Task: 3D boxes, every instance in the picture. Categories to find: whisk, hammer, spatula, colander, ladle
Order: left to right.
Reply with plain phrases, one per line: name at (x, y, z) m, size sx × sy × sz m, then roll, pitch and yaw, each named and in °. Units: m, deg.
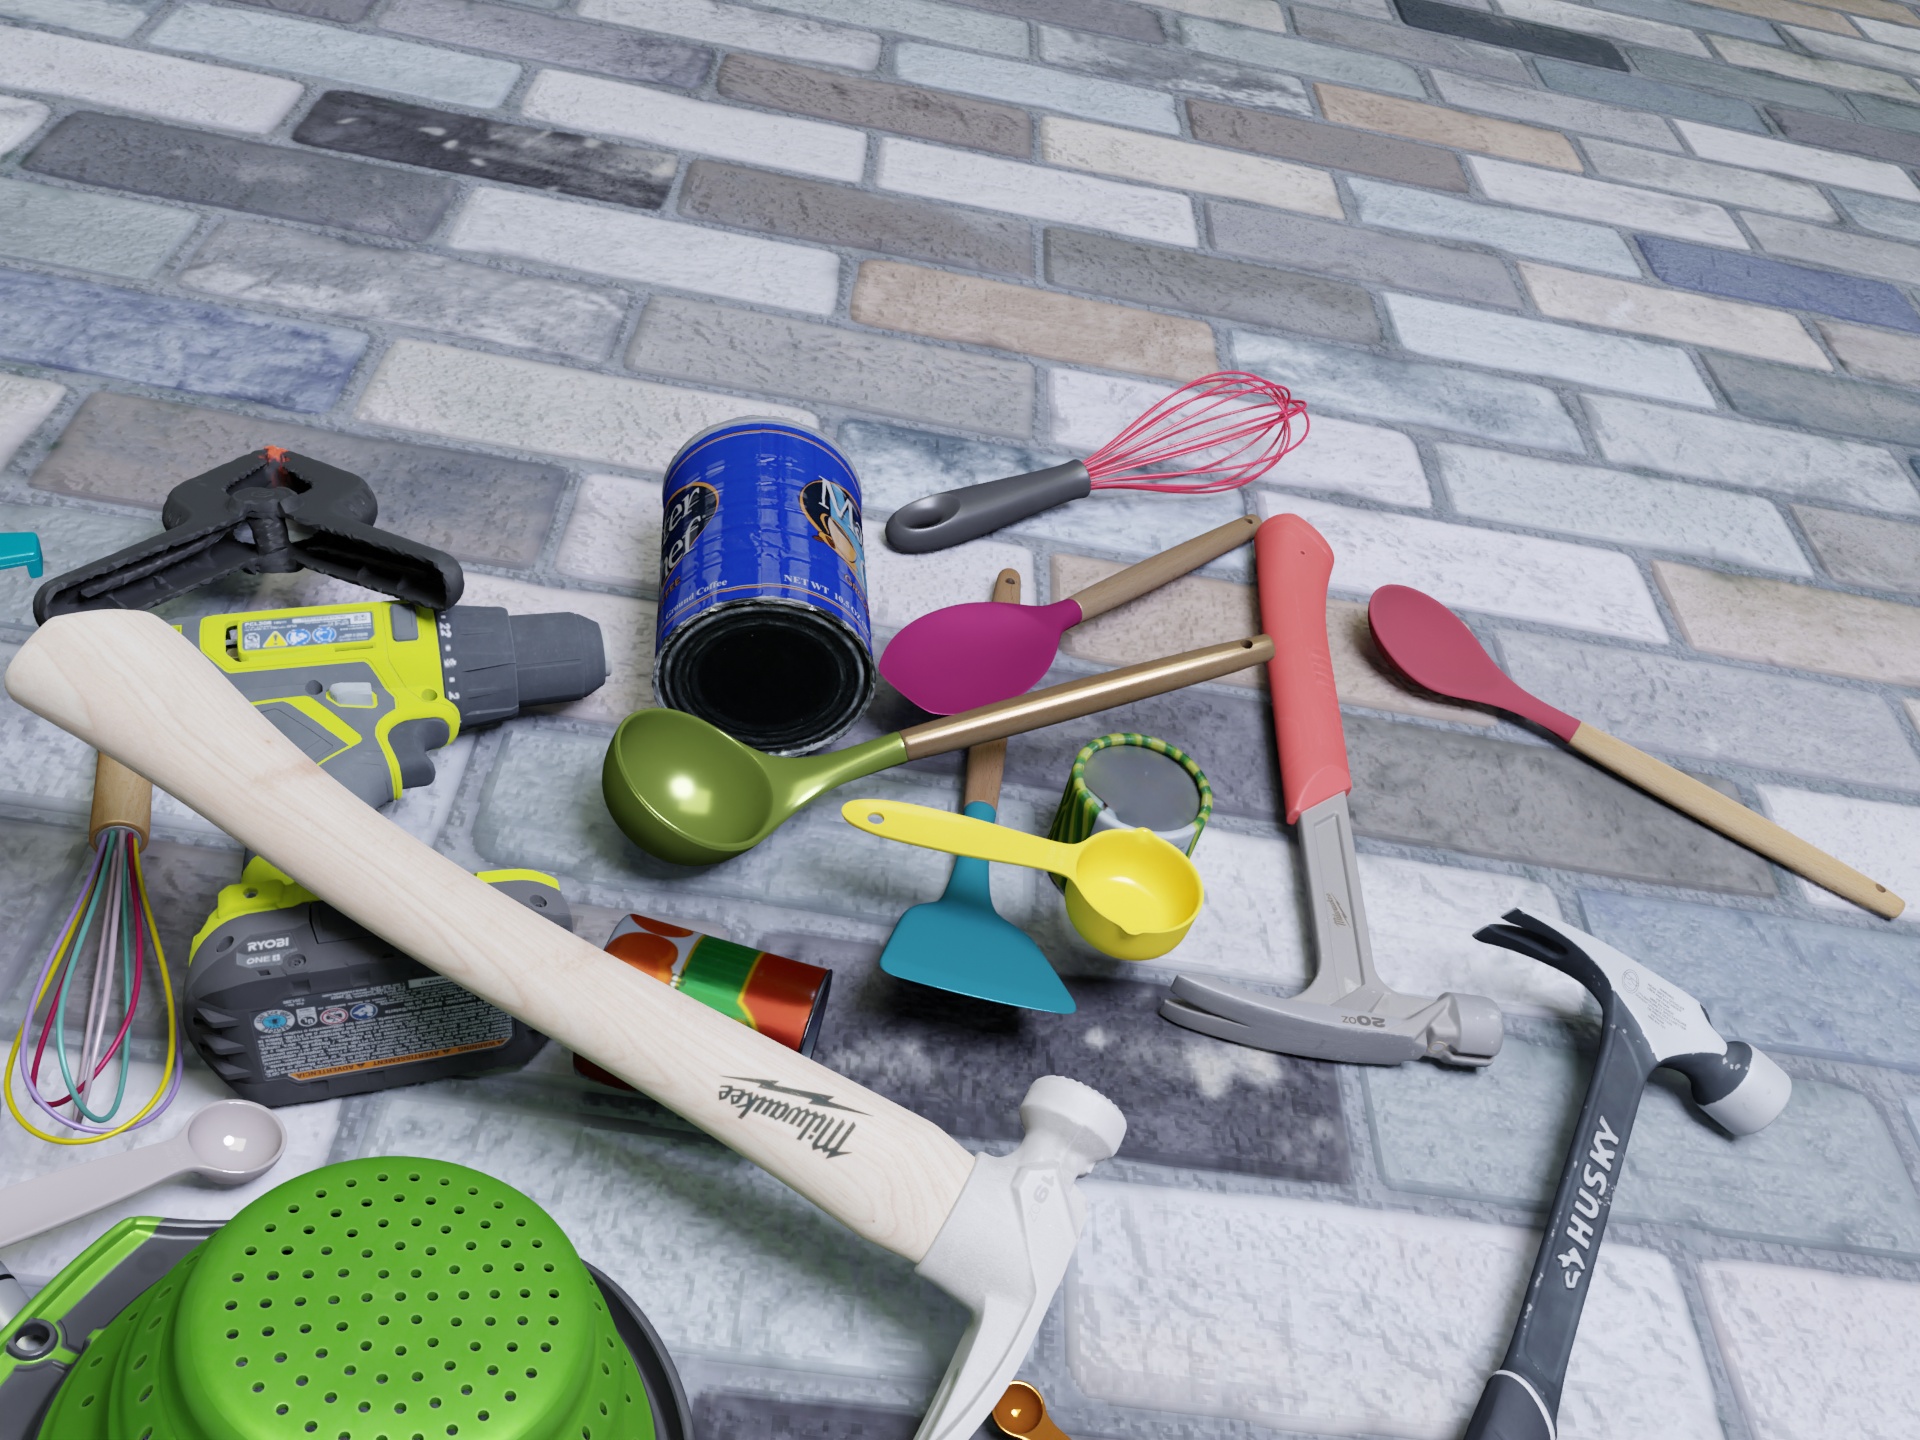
whisk at (-0.334, 0.062, 0.620) m, size 0.047 × 0.051 × 0.245 m, roll -25°, pitch 46°, yaw -1°
hammer at (-0.148, 0.093, 0.540) m, size 0.410 × 0.038 × 0.146 m, roll 31°, pitch 59°, yaw 1°
colander at (-0.093, 0.227, 0.456) m, size 0.397 × 0.094 × 0.205 m, roll 22°, pitch 29°, yaw 2°
ladle at (-0.001, -0.002, 0.718) m, size 0.320 × 0.062 × 0.078 m, roll -15°, pitch 54°, yaw -13°
spatula at (0.016, 0.019, 0.760) m, size 0.082 × 0.044 × 0.318 m, roll 14°, pitch 42°, yaw -6°
whisk at (0.087, -0.149, 0.945) m, size 0.296 × 0.073 × 0.073 m, roll -20°, pitch 53°, yaw -23°
hammer at (0.170, 0.014, 0.813) m, size 0.149 × 0.036 × 0.359 m, roll 10°, pitch 44°, yaw -5°
hammer at (0.208, 0.233, 0.583) m, size 0.149 × 0.036 × 0.409 m, roll 39°, pitch 49°, yaw 1°
ladle at (0.359, 0.018, 0.867) m, size 0.315 × 0.031 × 0.069 m, roll 32°, pitch 48°, yaw 15°

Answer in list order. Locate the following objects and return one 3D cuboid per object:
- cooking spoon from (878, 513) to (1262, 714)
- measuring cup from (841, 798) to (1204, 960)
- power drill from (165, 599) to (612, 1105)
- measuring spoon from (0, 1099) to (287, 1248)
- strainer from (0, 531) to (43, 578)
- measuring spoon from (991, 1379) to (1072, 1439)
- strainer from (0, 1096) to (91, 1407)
cooking spoon at (0.075, -0.065, 0.858) m, size 0.069 × 0.017 × 0.319 m, roll 39°, pitch 43°, yaw 23°
measuring cup at (0.024, 0.064, 0.675) m, size 0.156 × 0.029 × 0.062 m, roll 14°, pitch 42°, yaw 2°
power drill at (-0.228, 0.032, 0.658) m, size 0.190 × 0.080 × 0.229 m, roll -6°, pitch 45°, yaw -20°
measuring spoon at (-0.287, 0.159, 0.531) m, size 0.034 × 0.018 × 0.124 m, roll 40°, pitch 31°, yaw 27°
strainer at (-0.511, 0.025, 0.570) m, size 0.211 × 0.095 × 0.340 m, roll 16°, pitch 42°, yaw 13°
measuring spoon at (0.052, 0.272, 0.537) m, size 0.021 × 0.011 × 0.117 m, roll -30°, pitch 63°, yaw -37°
strainer at (-0.320, 0.178, 0.509) m, size 0.258 × 0.050 × 0.087 m, roll 40°, pitch 37°, yaw 17°
